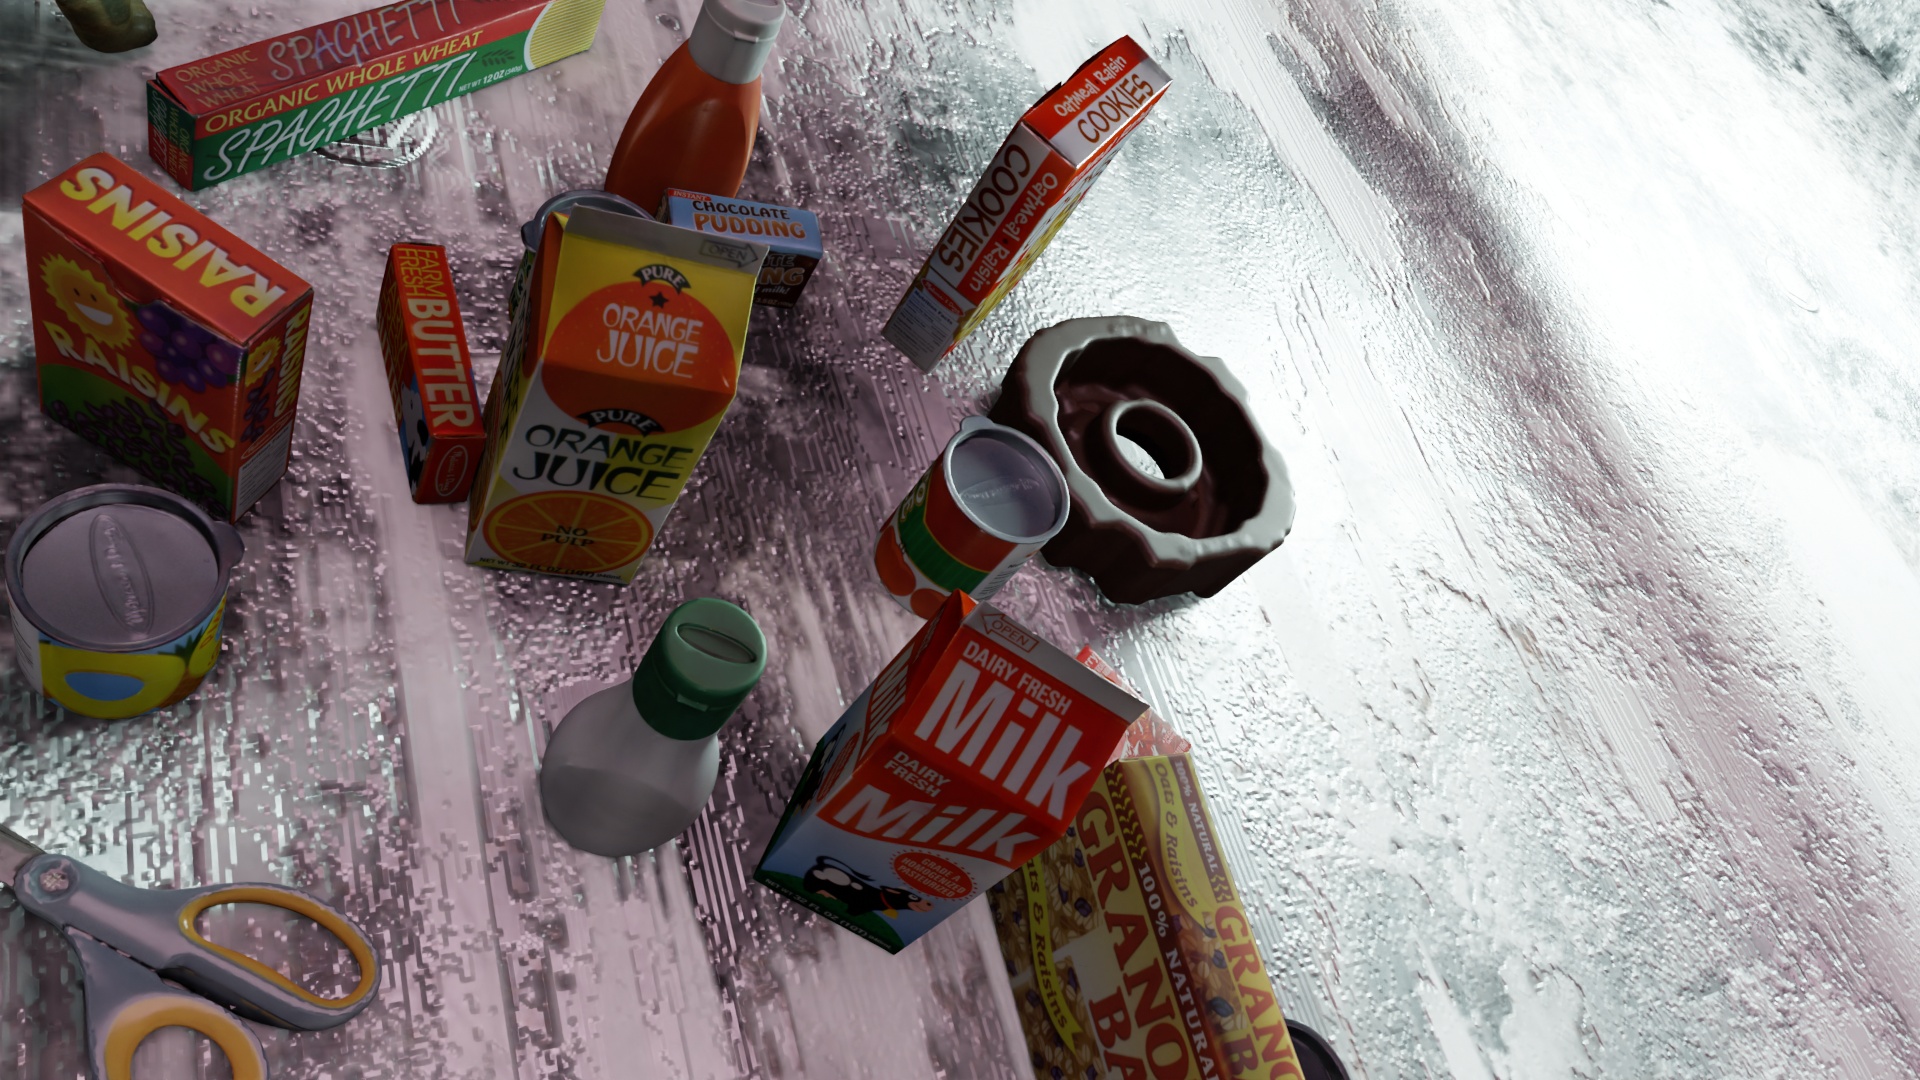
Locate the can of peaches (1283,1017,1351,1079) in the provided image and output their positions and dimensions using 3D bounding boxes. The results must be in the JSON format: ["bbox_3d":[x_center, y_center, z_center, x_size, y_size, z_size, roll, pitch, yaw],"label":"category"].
[{"bbox_3d":[0.127,0.245,0.593,0.071,0.057,0.071,15,53,-22],"label":"can of peaches"}]

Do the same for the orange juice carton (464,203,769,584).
[{"bbox_3d":[-0.141,-0.061,0.551,0.072,0.191,0.073,9,56,-26],"label":"orange juice carton"}]

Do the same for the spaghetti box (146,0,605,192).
[{"bbox_3d":[-0.276,-0.237,0.685,0.029,0.050,0.251,45,48,3],"label":"spaghetti box"}]

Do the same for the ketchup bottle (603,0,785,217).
[{"bbox_3d":[-0.129,-0.212,0.689,0.065,0.148,0.044,7,57,-27],"label":"ketchup bottle"}]

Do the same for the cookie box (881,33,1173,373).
[{"bbox_3d":[0.033,-0.181,0.752,0.040,0.166,0.123,40,48,-1],"label":"cookie box"}]

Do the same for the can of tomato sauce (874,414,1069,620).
[{"bbox_3d":[0.002,-0.008,0.673,0.071,0.082,0.071,16,53,-22],"label":"can of tomato sauce"}]

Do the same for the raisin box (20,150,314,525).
[{"bbox_3d":[-0.292,-0.070,0.512,0.086,0.122,0.040,35,48,-6],"label":"raisin box"}]

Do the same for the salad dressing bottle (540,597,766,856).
[{"bbox_3d":[-0.112,0.071,0.509,0.064,0.147,0.044,24,50,-15],"label":"salad dressing bottle"}]

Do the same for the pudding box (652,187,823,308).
[{"bbox_3d":[-0.118,-0.151,0.721,0.084,0.049,0.030,3,58,-29],"label":"pudding box"}]

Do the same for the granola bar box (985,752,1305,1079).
[{"bbox_3d":[0.071,0.185,0.556,0.039,0.123,0.166,0,60,-31],"label":"granola bar box"}]

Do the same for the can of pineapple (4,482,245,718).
[{"bbox_3d":[-0.295,0.022,0.492,0.071,0.057,0.071,15,53,-22],"label":"can of pineapple"}]

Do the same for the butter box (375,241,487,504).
[{"bbox_3d":[-0.229,-0.073,0.599,0.024,0.053,0.104,-4,62,-33],"label":"butter box"}]

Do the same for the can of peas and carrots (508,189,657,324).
[{"bbox_3d":[-0.178,-0.122,0.659,0.071,0.058,0.071,16,53,-22],"label":"can of peas and carrots"}]

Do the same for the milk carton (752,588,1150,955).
[{"bbox_3d":[-0.006,0.086,0.533,0.072,0.189,0.074,32,49,-9],"label":"milk carton"}]
